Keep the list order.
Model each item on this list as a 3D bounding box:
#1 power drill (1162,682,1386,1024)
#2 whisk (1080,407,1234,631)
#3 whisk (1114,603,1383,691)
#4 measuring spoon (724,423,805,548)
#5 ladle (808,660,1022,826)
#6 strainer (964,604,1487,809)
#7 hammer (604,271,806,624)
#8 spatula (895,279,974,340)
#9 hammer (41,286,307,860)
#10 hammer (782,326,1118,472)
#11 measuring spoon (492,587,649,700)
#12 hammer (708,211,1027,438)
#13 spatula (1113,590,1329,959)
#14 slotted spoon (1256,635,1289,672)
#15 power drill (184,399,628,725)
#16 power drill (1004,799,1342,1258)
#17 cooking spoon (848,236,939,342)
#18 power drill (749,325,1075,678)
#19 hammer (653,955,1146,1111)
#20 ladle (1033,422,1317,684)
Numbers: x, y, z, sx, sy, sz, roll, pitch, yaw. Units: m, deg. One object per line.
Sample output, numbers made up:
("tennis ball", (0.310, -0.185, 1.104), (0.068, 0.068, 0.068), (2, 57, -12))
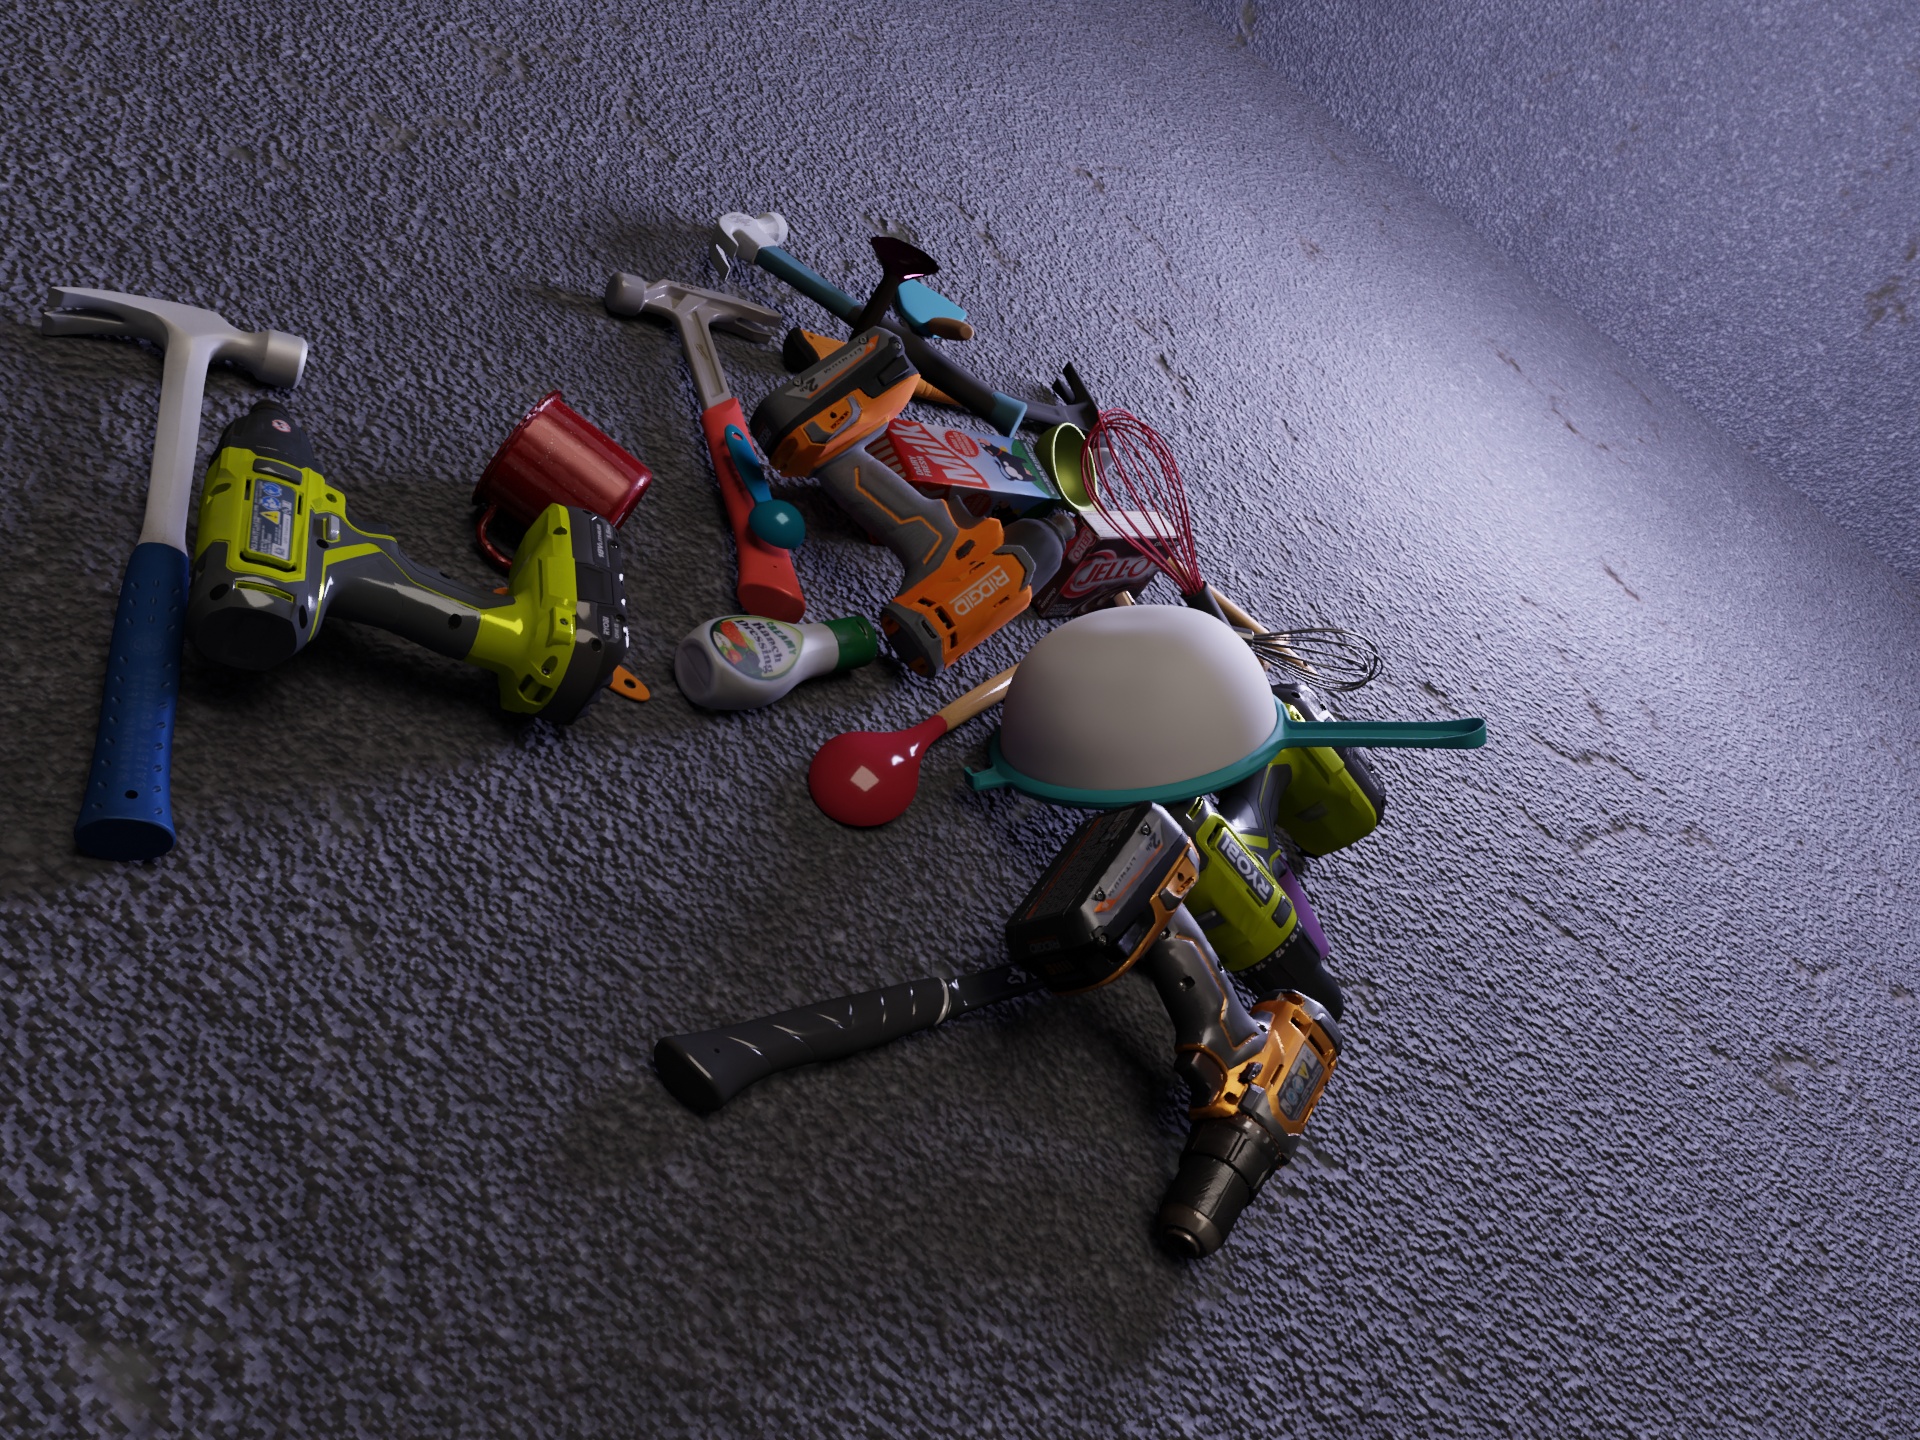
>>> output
("power drill", (0.223, 0.093, 1.123), (0.190, 0.080, 0.228), (50, 41, -8))
("whisk", (0.175, -0.118, 1.255), (0.295, 0.073, 0.073), (57, 30, -24))
("whisk", (0.243, -0.067, 1.347), (0.239, 0.055, 0.055), (11, 42, -7))
("measuring spoon", (-0.142, -0.174, 1.136), (0.042, 0.021, 0.129), (2, 48, -38))
("ladle", (-0.002, -0.004, 1.132), (0.069, 0.031, 0.315), (44, 36, 10))
("strainer", (0.175, -0.025, 1.072), (0.340, 0.095, 0.211), (1, 25, 26))
("hammer", (-0.167, -0.209, 1.204), (0.149, 0.036, 0.359), (7, 46, -34))
("spatula", (-0.015, -0.363, 1.425), (0.082, 0.044, 0.318), (27, 10, -16))
("hammer", (-0.440, -0.098, 0.864), (0.144, 0.035, 0.406), (12, 44, -31))
("hammer", (-0.010, -0.305, 1.435), (0.336, 0.034, 0.127), (7, 48, -35))
("measuring spoon", (-0.242, -0.048, 0.992), (0.117, 0.011, 0.021), (35, 37, -4))
("hammer", (-0.079, -0.340, 1.359), (0.331, 0.033, 0.128), (36, 32, 13))
("spatula", (0.192, 0.040, 1.203), (0.059, 0.018, 0.316), (-14, 73, -46))
("slotted spoon", (0.225, -0.019, 1.331), (0.070, 0.031, 0.314), (49, 36, 2))
("power drill", (-0.307, -0.089, 0.894), (0.223, 0.080, 0.171), (16, 44, -34))
("power drill", (0.125, 0.185, 0.947), (0.226, 0.084, 0.185), (52, 50, -13))
("cooking spoon", (-0.064, -0.369, 1.364), (0.068, 0.017, 0.319), (24, 29, -7))
("power drill", (-0.028, -0.165, 1.151), (0.164, 0.084, 0.226), (-37, 94, -18))
("hammer", (-0.001, 0.159, 0.952), (0.408, 0.036, 0.149), (-7, 54, -43))
("ladle", (0.190, -0.144, 1.395), (0.320, 0.062, 0.078), (39, 38, 6))
